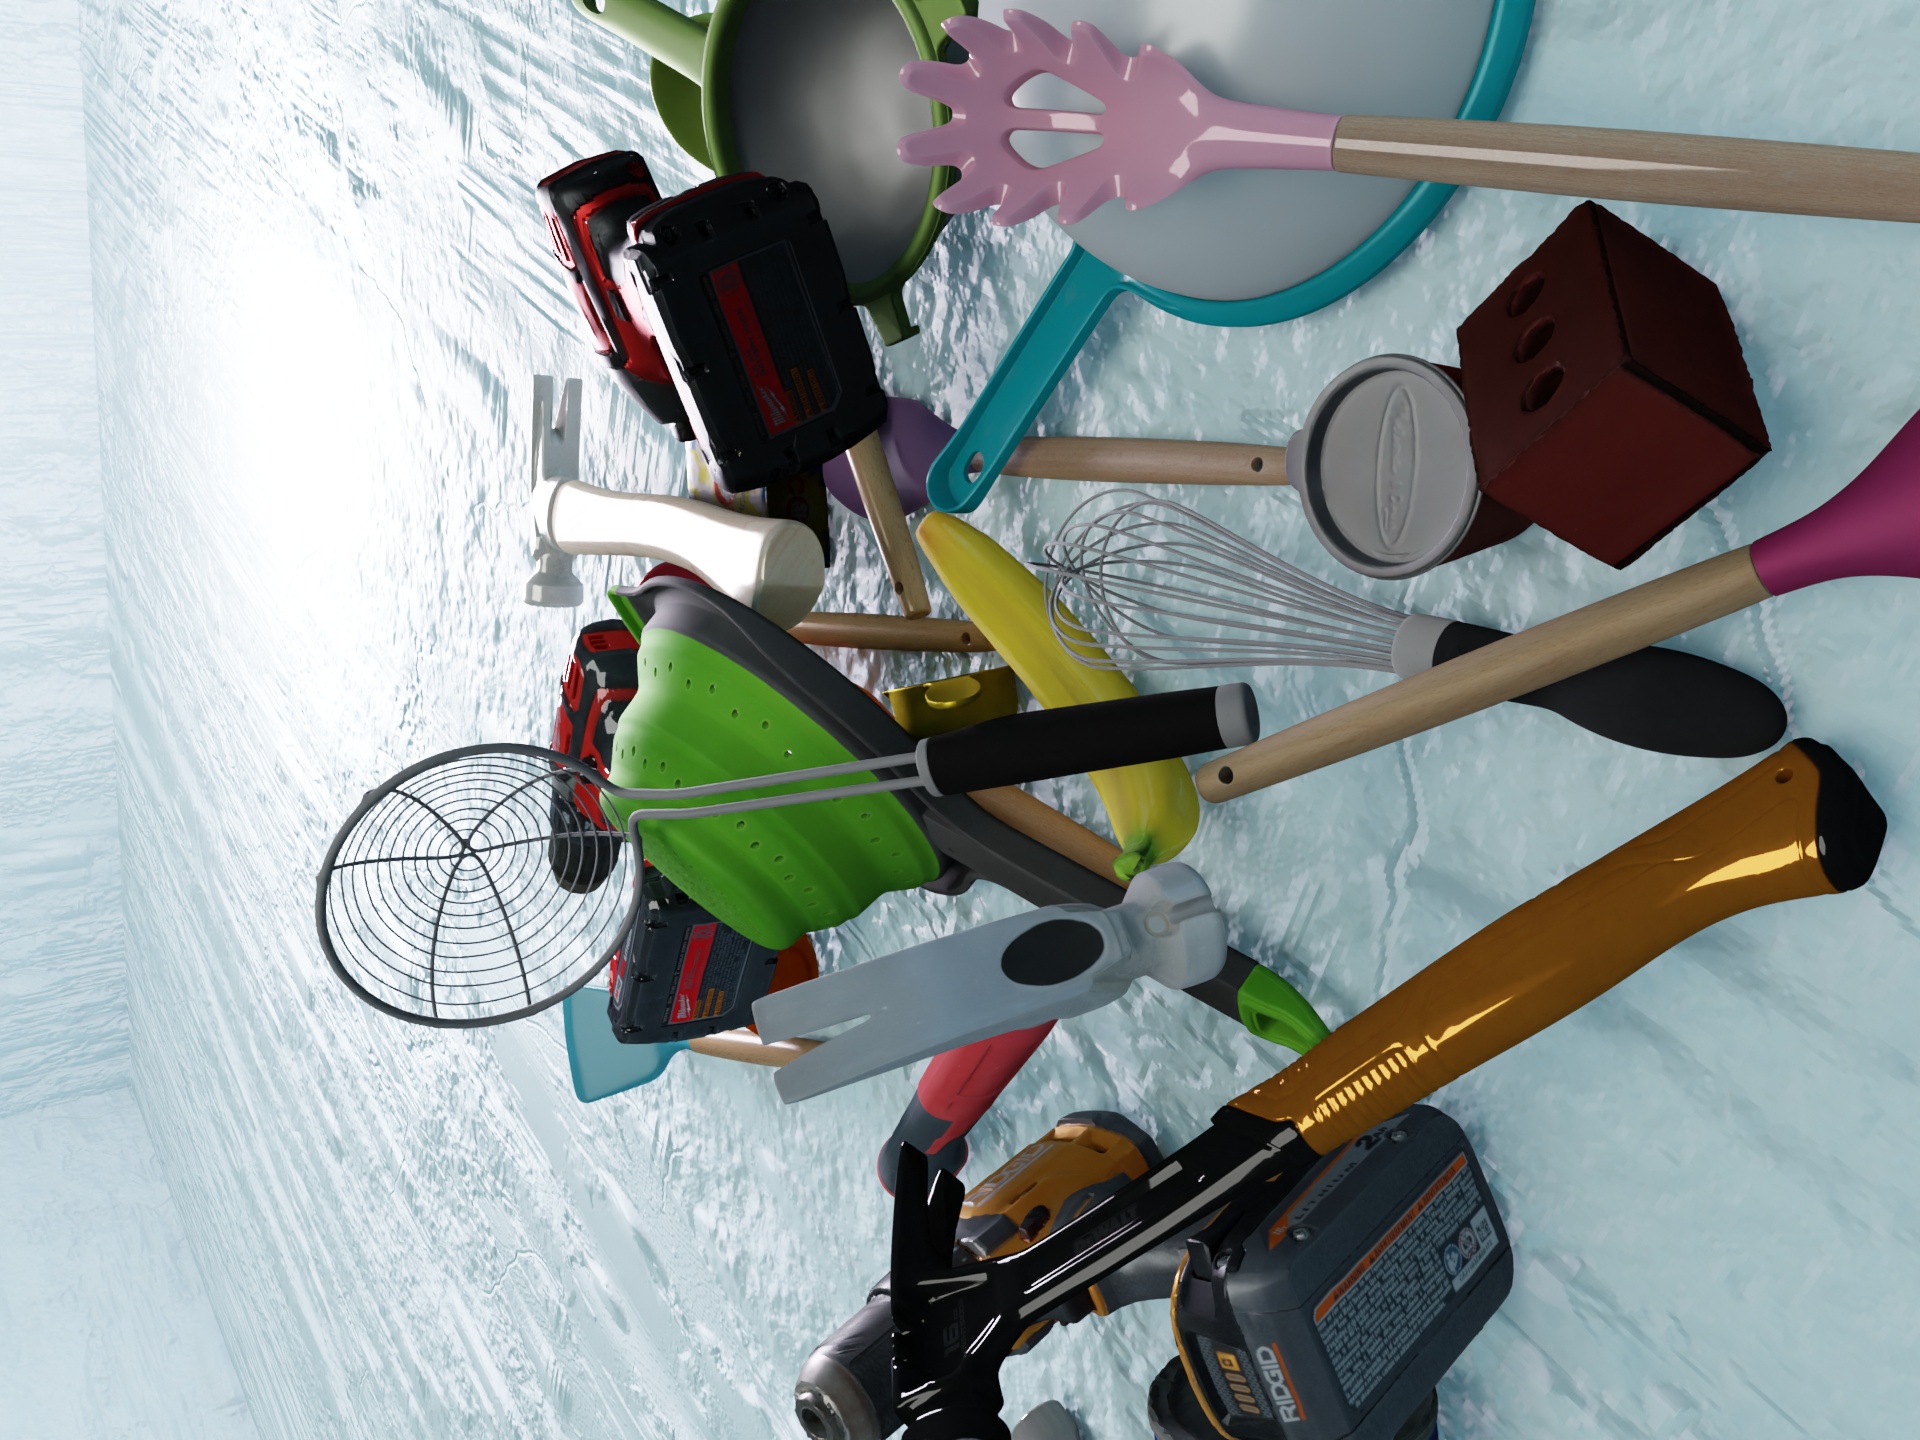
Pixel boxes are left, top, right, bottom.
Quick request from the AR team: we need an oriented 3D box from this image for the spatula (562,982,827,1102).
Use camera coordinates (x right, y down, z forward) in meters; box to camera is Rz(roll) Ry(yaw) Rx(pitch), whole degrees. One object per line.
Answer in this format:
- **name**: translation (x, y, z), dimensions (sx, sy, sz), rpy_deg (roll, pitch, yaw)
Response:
- **spatula**: translation (-0.158, 0.202, 0.977), dimensions (0.317, 0.044, 0.082), rpy_deg (-10, 87, 52)

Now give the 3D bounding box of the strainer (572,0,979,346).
- **strainer**: translation (-0.076, -0.288, 0.710), dimensions (0.257, 0.069, 0.151), rpy_deg (38, 134, 28)

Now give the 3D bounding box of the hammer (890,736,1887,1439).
- **hammer**: translation (0.111, 0.108, 0.482), dimensions (0.337, 0.034, 0.127), rpy_deg (-37, 28, 18)

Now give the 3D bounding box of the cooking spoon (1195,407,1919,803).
- **cooking spoon**: translation (0.192, -0.031, 0.433), dimensions (0.319, 0.017, 0.069), rpy_deg (-26, 75, 40)

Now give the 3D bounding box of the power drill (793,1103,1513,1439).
- **power drill**: translation (0.058, 0.208, 0.578), dimensions (0.226, 0.185, 0.084), rpy_deg (-18, 97, 50)

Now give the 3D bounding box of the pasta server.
- **pasta server**: translation (0.127, -0.154, 0.430), dimensions (0.316, 0.040, 0.060), rpy_deg (15, 115, 26)

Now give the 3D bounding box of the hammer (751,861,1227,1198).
- **hammer**: translation (-0.015, 0.152, 0.635), dimensions (0.386, 0.143, 0.038), rpy_deg (109, 143, -64)

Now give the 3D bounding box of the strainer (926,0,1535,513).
- **strainer**: translation (0.043, -0.199, 0.560), dimensions (0.211, 0.095, 0.340), rpy_deg (59, 134, 26)

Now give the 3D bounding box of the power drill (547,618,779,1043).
- **power drill**: translation (-0.181, 0.076, 0.894), dimensions (0.227, 0.080, 0.187), rpy_deg (55, 138, 42)

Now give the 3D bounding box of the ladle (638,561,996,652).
- **ladle**: translation (-0.083, -0.050, 0.834), dimensions (0.315, 0.031, 0.069), rpy_deg (7, 106, 50)

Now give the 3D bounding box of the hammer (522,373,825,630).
- **hammer**: translation (-0.168, -0.113, 0.854), dimensions (0.411, 0.038, 0.146), rpy_deg (20, 108, 59)

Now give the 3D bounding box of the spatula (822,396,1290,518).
- **spatula**: translation (0.025, -0.111, 0.683), dimensions (0.316, 0.018, 0.059), rpy_deg (13, 106, 52)

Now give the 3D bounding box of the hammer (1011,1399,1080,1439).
- **hammer**: translation (0.042, 0.496, 0.792), dimensions (0.130, 0.031, 0.331), rpy_deg (41, 129, 41)

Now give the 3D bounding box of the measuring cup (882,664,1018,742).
- **measuring cup**: translation (-0.001, -0.002, 0.661), dimensions (0.156, 0.062, 0.029), rpy_deg (-102, 0, -85)

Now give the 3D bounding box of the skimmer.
- **skimmer**: translation (-0.071, 0.046, 0.590), dimensions (0.363, 0.090, 0.127), rpy_deg (-10, 125, 22)

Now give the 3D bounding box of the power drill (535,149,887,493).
- **power drill**: translation (-0.121, -0.180, 0.721), dimensions (0.220, 0.078, 0.143), rpy_deg (35, 149, 56)

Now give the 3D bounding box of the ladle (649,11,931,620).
- **ladle**: translation (-0.077, -0.194, 0.753), dimensions (0.078, 0.062, 0.320), rpy_deg (-34, 69, 47)

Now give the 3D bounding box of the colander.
- **colander**: translation (-0.033, 0.069, 0.680), dimensions (0.397, 0.094, 0.204), rpy_deg (27, 159, 32)

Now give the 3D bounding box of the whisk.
- **whisk**: translation (0.130, -0.029, 0.537), dimensions (0.285, 0.070, 0.070), rpy_deg (19, 113, 45)

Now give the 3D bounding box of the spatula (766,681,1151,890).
- **spatula**: translation (-0.009, 0.031, 0.739), dimensions (0.323, 0.041, 0.080), rpy_deg (29, 162, 43)
